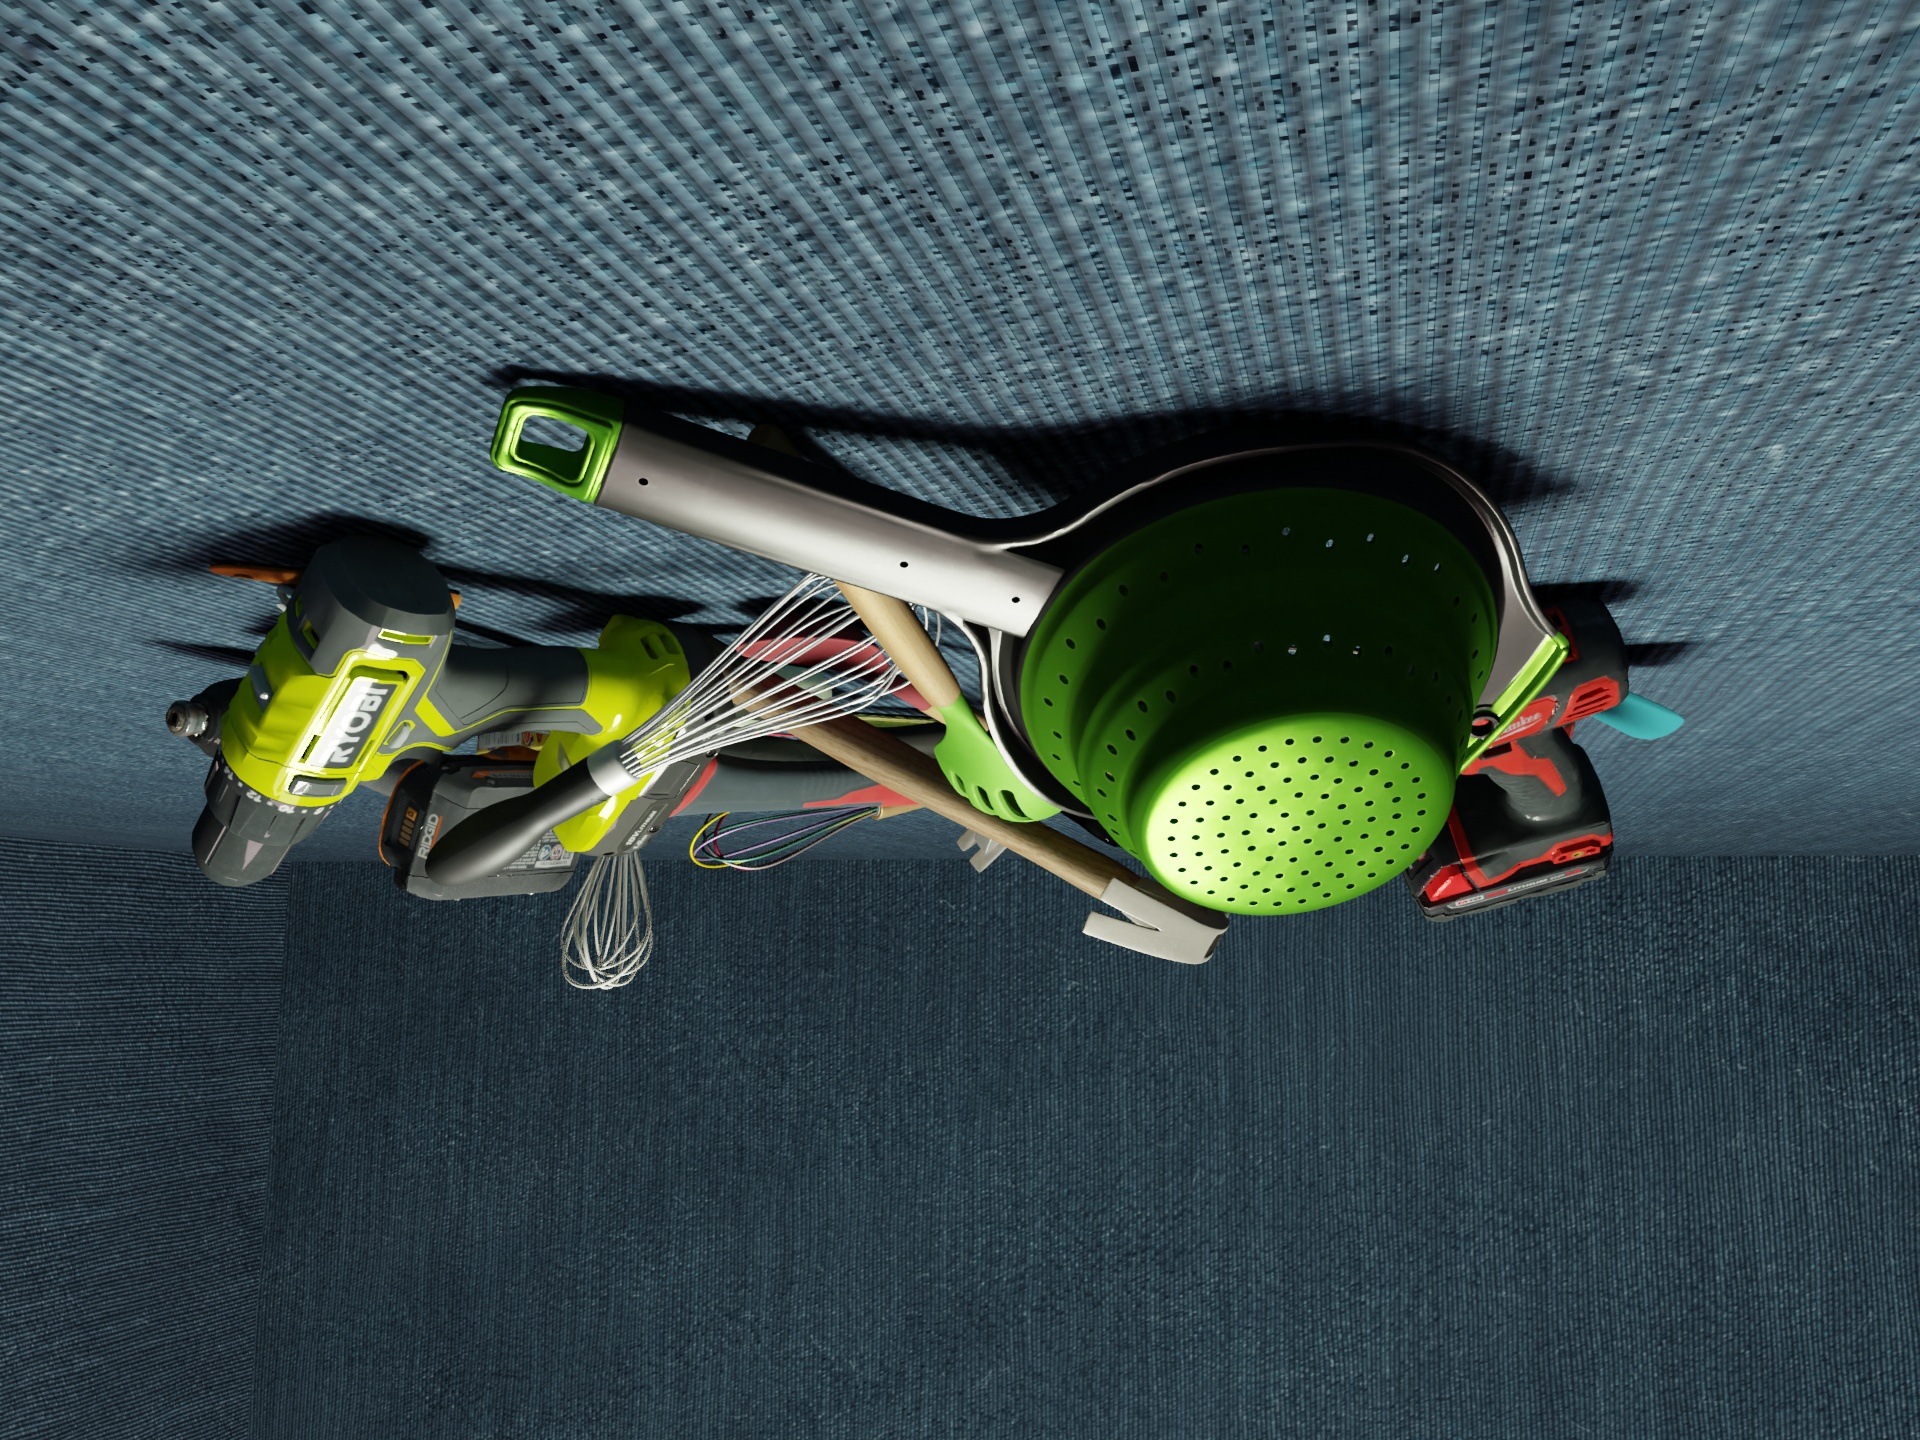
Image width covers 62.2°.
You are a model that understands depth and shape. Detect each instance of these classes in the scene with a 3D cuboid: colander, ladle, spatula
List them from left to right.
[{"bbox_3d":[-0.001,-0.003,0.915,0.069,0.031,0.315,-7,156,42],"label":"ladle"},{"bbox_3d":[0.036,-0.018,0.541,0.397,0.095,0.204,16,132,-19],"label":"colander"},{"bbox_3d":[0.252,-0.016,0.941,0.317,0.044,0.082,0,171,10],"label":"spatula"}]

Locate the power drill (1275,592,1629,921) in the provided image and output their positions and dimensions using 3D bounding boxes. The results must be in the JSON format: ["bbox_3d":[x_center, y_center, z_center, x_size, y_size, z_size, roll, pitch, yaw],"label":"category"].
[{"bbox_3d":[0.258,0.028,0.850,0.188,0.080,0.226,-18,147,13],"label":"power drill"}]

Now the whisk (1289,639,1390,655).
[{"bbox_3d":[0.221,-0.028,0.856,0.239,0.055,0.055,-3,172,-5],"label":"whisk"}]

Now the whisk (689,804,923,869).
[{"bbox_3d":[-0.078,0.062,1.115,0.245,0.047,0.051,-13,-164,-34],"label":"whisk"}]

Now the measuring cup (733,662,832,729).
[{"bbox_3d":[-0.101,-0.012,1.026,0.083,0.038,0.167,2,177,21],"label":"measuring cup"}]

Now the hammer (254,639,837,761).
[{"bbox_3d":[-0.203,0.010,0.972,0.408,0.036,0.149,9,-170,-38],"label":"hammer"}]

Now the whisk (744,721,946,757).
[{"bbox_3d":[-0.080,0.016,1.140,0.295,0.073,0.073,-2,173,-19],"label":"whisk"}]

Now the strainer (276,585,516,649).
[{"bbox_3d":[-0.277,-0.033,0.856,0.087,0.050,0.258,14,-178,18],"label":"strainer"}]

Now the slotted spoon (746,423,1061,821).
[{"bbox_3d":[-0.018,-0.024,0.664,0.070,0.031,0.313,17,160,28],"label":"slotted spoon"}]

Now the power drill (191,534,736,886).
[{"bbox_3d":[-0.244,0.011,0.779,0.228,0.080,0.190,7,130,-48],"label":"power drill"}]

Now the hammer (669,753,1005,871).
[{"bbox_3d":[-0.062,0.051,1.027,0.386,0.038,0.143,1,134,-53],"label":"hammer"}]

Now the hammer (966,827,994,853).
[{"bbox_3d":[0.124,0.032,1.148,0.146,0.035,0.334,-45,157,22],"label":"hammer"}]

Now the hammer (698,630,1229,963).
[{"bbox_3d":[-0.010,0.038,0.849,0.331,0.031,0.130,28,-172,11],"label":"hammer"}]

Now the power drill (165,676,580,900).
[{"bbox_3d":[-0.353,0.030,0.957,0.227,0.084,0.164,23,-171,28],"label":"power drill"}]

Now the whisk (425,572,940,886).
[{"bbox_3d":[-0.134,0.007,0.736,0.284,0.070,0.070,-29,164,11],"label":"whisk"}]

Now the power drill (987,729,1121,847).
[{"bbox_3d":[0.126,0.035,0.927,0.143,0.078,0.219,35,-172,38],"label":"power drill"}]

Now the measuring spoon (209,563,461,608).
[{"bbox_3d":[-0.302,-0.063,0.773,0.116,0.011,0.021,6,170,-33],"label":"measuring spoon"}]

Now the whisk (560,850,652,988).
[{"bbox_3d":[-0.213,0.067,0.998,0.059,0.247,0.057,-19,132,13],"label":"whisk"}]
